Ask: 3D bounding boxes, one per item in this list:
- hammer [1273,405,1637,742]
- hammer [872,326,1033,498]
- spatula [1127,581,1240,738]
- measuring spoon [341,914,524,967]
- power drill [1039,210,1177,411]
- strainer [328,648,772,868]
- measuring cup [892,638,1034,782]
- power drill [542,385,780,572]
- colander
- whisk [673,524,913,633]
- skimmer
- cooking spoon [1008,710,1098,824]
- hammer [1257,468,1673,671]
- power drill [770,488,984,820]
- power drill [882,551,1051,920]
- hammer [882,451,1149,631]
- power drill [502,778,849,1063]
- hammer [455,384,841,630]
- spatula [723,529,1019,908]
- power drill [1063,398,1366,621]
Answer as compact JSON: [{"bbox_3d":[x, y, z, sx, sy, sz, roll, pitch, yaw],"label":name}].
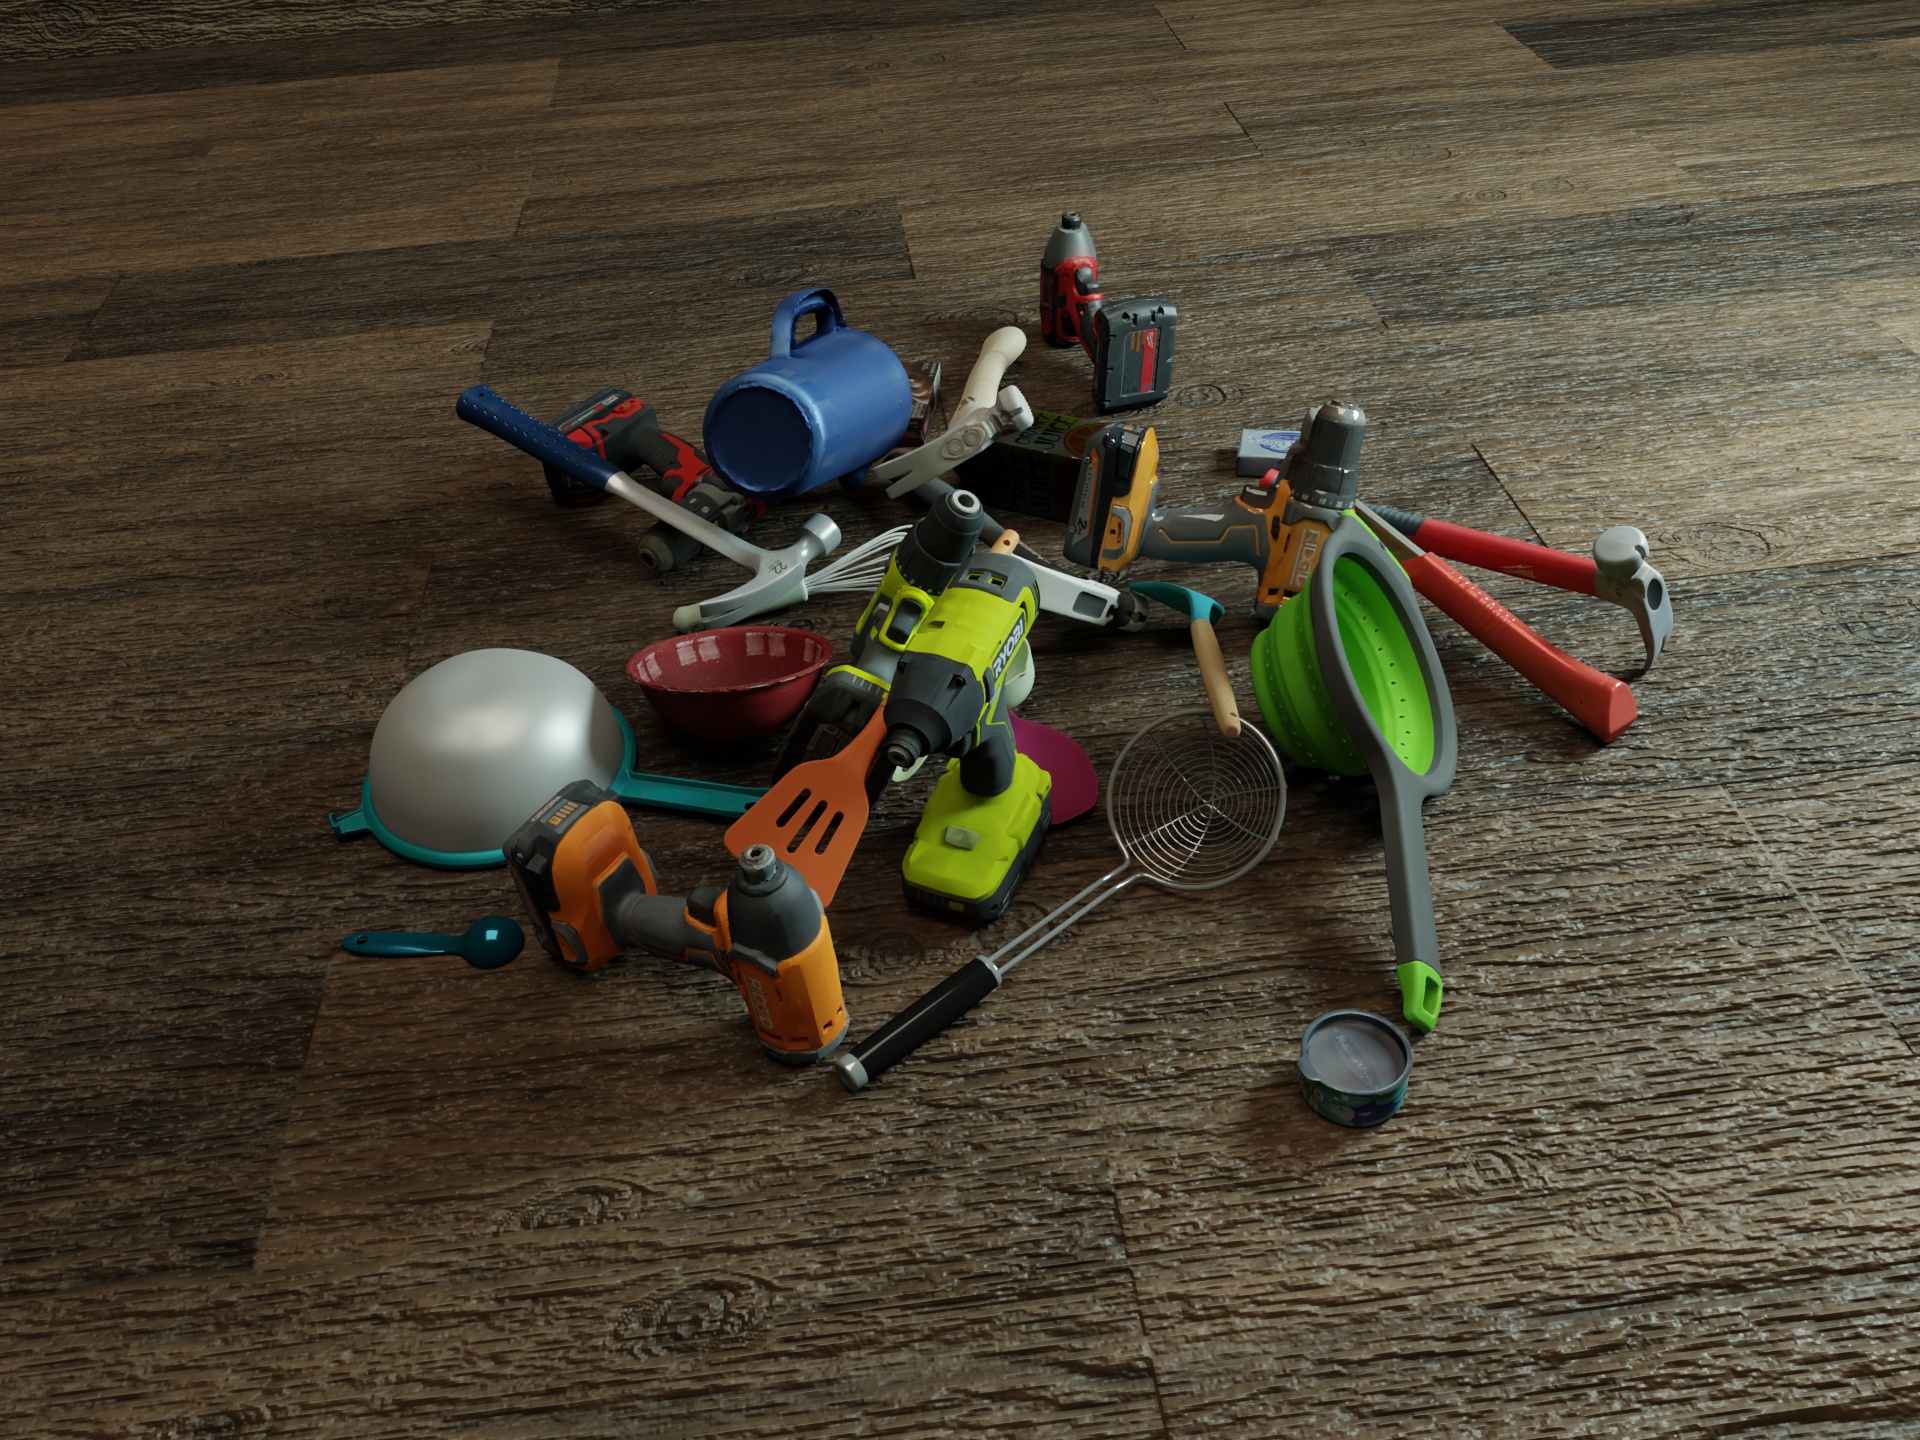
[{"bbox_3d":[0.389,-0.101,1.290,0.036,0.149,0.359,-25,55,-28],"label":"hammer"},{"bbox_3d":[0.012,-0.317,1.546,0.146,0.038,0.411,-27,19,17],"label":"hammer"},{"bbox_3d":[0.178,-0.050,1.186,0.082,0.044,0.318,25,23,-9],"label":"spatula"},{"bbox_3d":[-0.367,0.148,1.098,0.128,0.021,0.042,0,40,3],"label":"measuring spoon"},{"bbox_3d":[0.144,-0.430,1.661,0.078,0.143,0.220,-13,43,-15],"label":"power drill"},{"bbox_3d":[-0.299,0.016,1.196,0.340,0.095,0.211,7,41,15],"label":"strainer"},{"bbox_3d":[-0.002,-0.004,1.225,0.083,0.038,0.168,16,55,31],"label":"measuring cup"},{"bbox_3d":[-0.293,-0.223,1.502,0.227,0.080,0.188,23,47,25],"label":"power drill"},{"bbox_3d":[0.273,0.038,1.123,0.094,0.204,0.397,-22,47,33],"label":"colander"},{"bbox_3d":[-0.130,-0.119,1.385,0.246,0.057,0.059,-17,71,-9],"label":"whisk"},{"bbox_3d":[0.066,0.117,1.047,0.363,0.090,0.127,-32,62,-28],"label":"skimmer"},{"bbox_3d":[0.023,-0.021,1.273,0.069,0.017,0.319,-25,43,-9],"label":"cooking spoon"},{"bbox_3d":[0.409,-0.144,1.347,0.387,0.143,0.038,25,72,45],"label":"hammer"},{"bbox_3d":[-0.053,-0.053,1.193,0.080,0.190,0.229,27,48,-5],"label":"power drill"},{"bbox_3d":[0.002,0.023,1.056,0.080,0.223,0.171,14,48,19],"label":"power drill"},{"bbox_3d":[0.018,-0.170,1.407,0.146,0.035,0.335,11,21,-38],"label":"hammer"},{"bbox_3d":[-0.180,0.117,1.014,0.227,0.164,0.084,18,46,27],"label":"power drill"},{"bbox_3d":[-0.305,-0.206,1.416,0.406,0.035,0.144,30,58,24],"label":"hammer"},{"bbox_3d":[-0.041,-0.018,1.085,0.081,0.041,0.323,35,58,-2],"label":"spatula"},{"bbox_3d":[0.213,-0.187,1.302,0.226,0.185,0.084,15,20,10],"label":"power drill"}]
